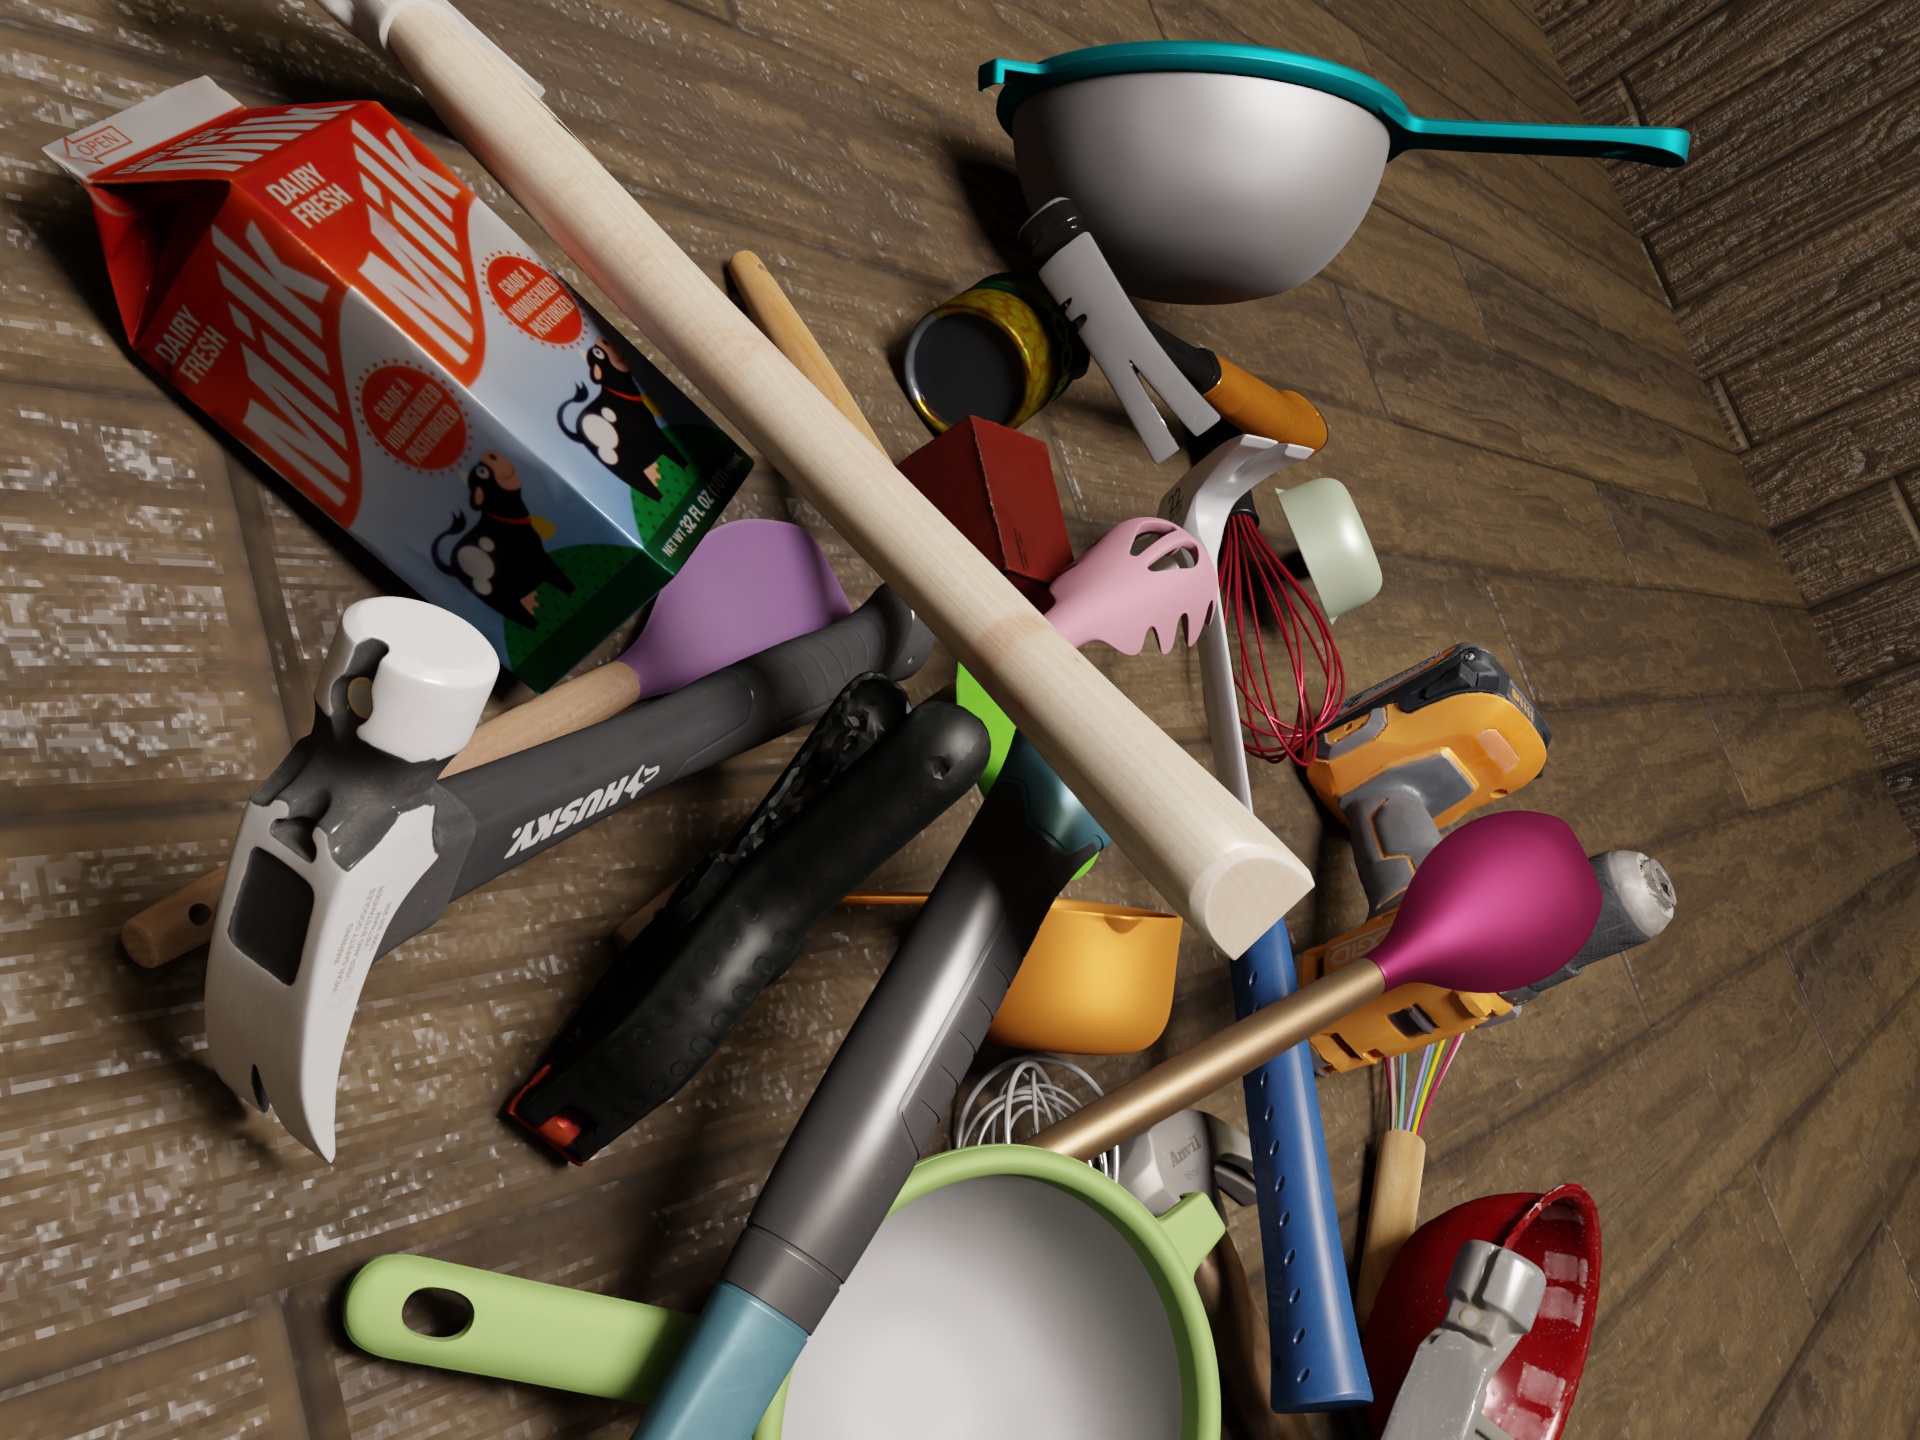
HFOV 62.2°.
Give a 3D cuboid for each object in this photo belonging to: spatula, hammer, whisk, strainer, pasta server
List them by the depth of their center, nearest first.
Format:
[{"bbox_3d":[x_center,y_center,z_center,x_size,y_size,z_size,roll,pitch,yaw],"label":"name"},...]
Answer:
[{"bbox_3d":[-0.042,0.138,0.406,0.128,0.033,0.331,40,62,-16],"label":"hammer"},{"bbox_3d":[-0.048,0.186,0.451,0.256,0.069,0.152,21,69,-21],"label":"strainer"},{"bbox_3d":[-0.053,-0.092,0.470,0.411,0.038,0.146,47,5,13],"label":"hammer"},{"bbox_3d":[-0.086,0.008,0.480,0.035,0.146,0.335,33,22,11],"label":"hammer"},{"bbox_3d":[-0.124,-0.005,0.502,0.059,0.018,0.316,62,34,-8],"label":"spatula"},{"bbox_3d":[0.036,0.235,0.527,0.057,0.059,0.246,49,32,-66],"label":"whisk"},{"bbox_3d":[-0.001,-0.002,0.584,0.060,0.040,0.316,41,52,16],"label":"pasta server"},{"bbox_3d":[0.139,0.310,0.618,0.130,0.031,0.331,-17,82,-53],"label":"hammer"},{"bbox_3d":[0.121,0.064,0.658,0.035,0.144,0.406,8,59,-19],"label":"hammer"},{"bbox_3d":[0.245,0.340,0.663,0.358,0.037,0.149,46,64,-44],"label":"hammer"},{"bbox_3d":[0.224,0.189,0.786,0.051,0.047,0.245,67,33,-35],"label":"whisk"},{"bbox_3d":[0.181,-0.260,0.807,0.211,0.340,0.095,-8,105,-74],"label":"strainer"},{"bbox_3d":[0.139,-0.172,0.833,0.127,0.034,0.336,60,24,15],"label":"hammer"},{"bbox_3d":[0.156,-0.094,0.876,0.073,0.073,0.296,32,39,-36],"label":"whisk"}]

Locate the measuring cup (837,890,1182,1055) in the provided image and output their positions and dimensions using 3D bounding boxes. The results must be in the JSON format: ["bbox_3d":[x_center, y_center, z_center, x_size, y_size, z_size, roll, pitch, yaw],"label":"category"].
[{"bbox_3d":[-0.004,0.087,0.559,0.173,0.095,0.052,6,87,-25],"label":"measuring cup"}]

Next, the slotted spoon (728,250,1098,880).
[{"bbox_3d":[-0.025,-0.075,0.585,0.070,0.031,0.314,15,38,-50],"label":"slotted spoon"}]

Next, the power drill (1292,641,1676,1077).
[{"bbox_3d":[0.250,0.058,0.788,0.084,0.185,0.226,46,36,-20],"label":"power drill"}]

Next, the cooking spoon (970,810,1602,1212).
[{"bbox_3d":[0.133,0.104,0.584,0.319,0.017,0.069,-20,81,-30],"label":"cooking spoon"}]

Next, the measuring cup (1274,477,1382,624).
[{"bbox_3d":[0.218,-0.101,0.925,0.083,0.038,0.167,68,15,1],"label":"measuring cup"}]
